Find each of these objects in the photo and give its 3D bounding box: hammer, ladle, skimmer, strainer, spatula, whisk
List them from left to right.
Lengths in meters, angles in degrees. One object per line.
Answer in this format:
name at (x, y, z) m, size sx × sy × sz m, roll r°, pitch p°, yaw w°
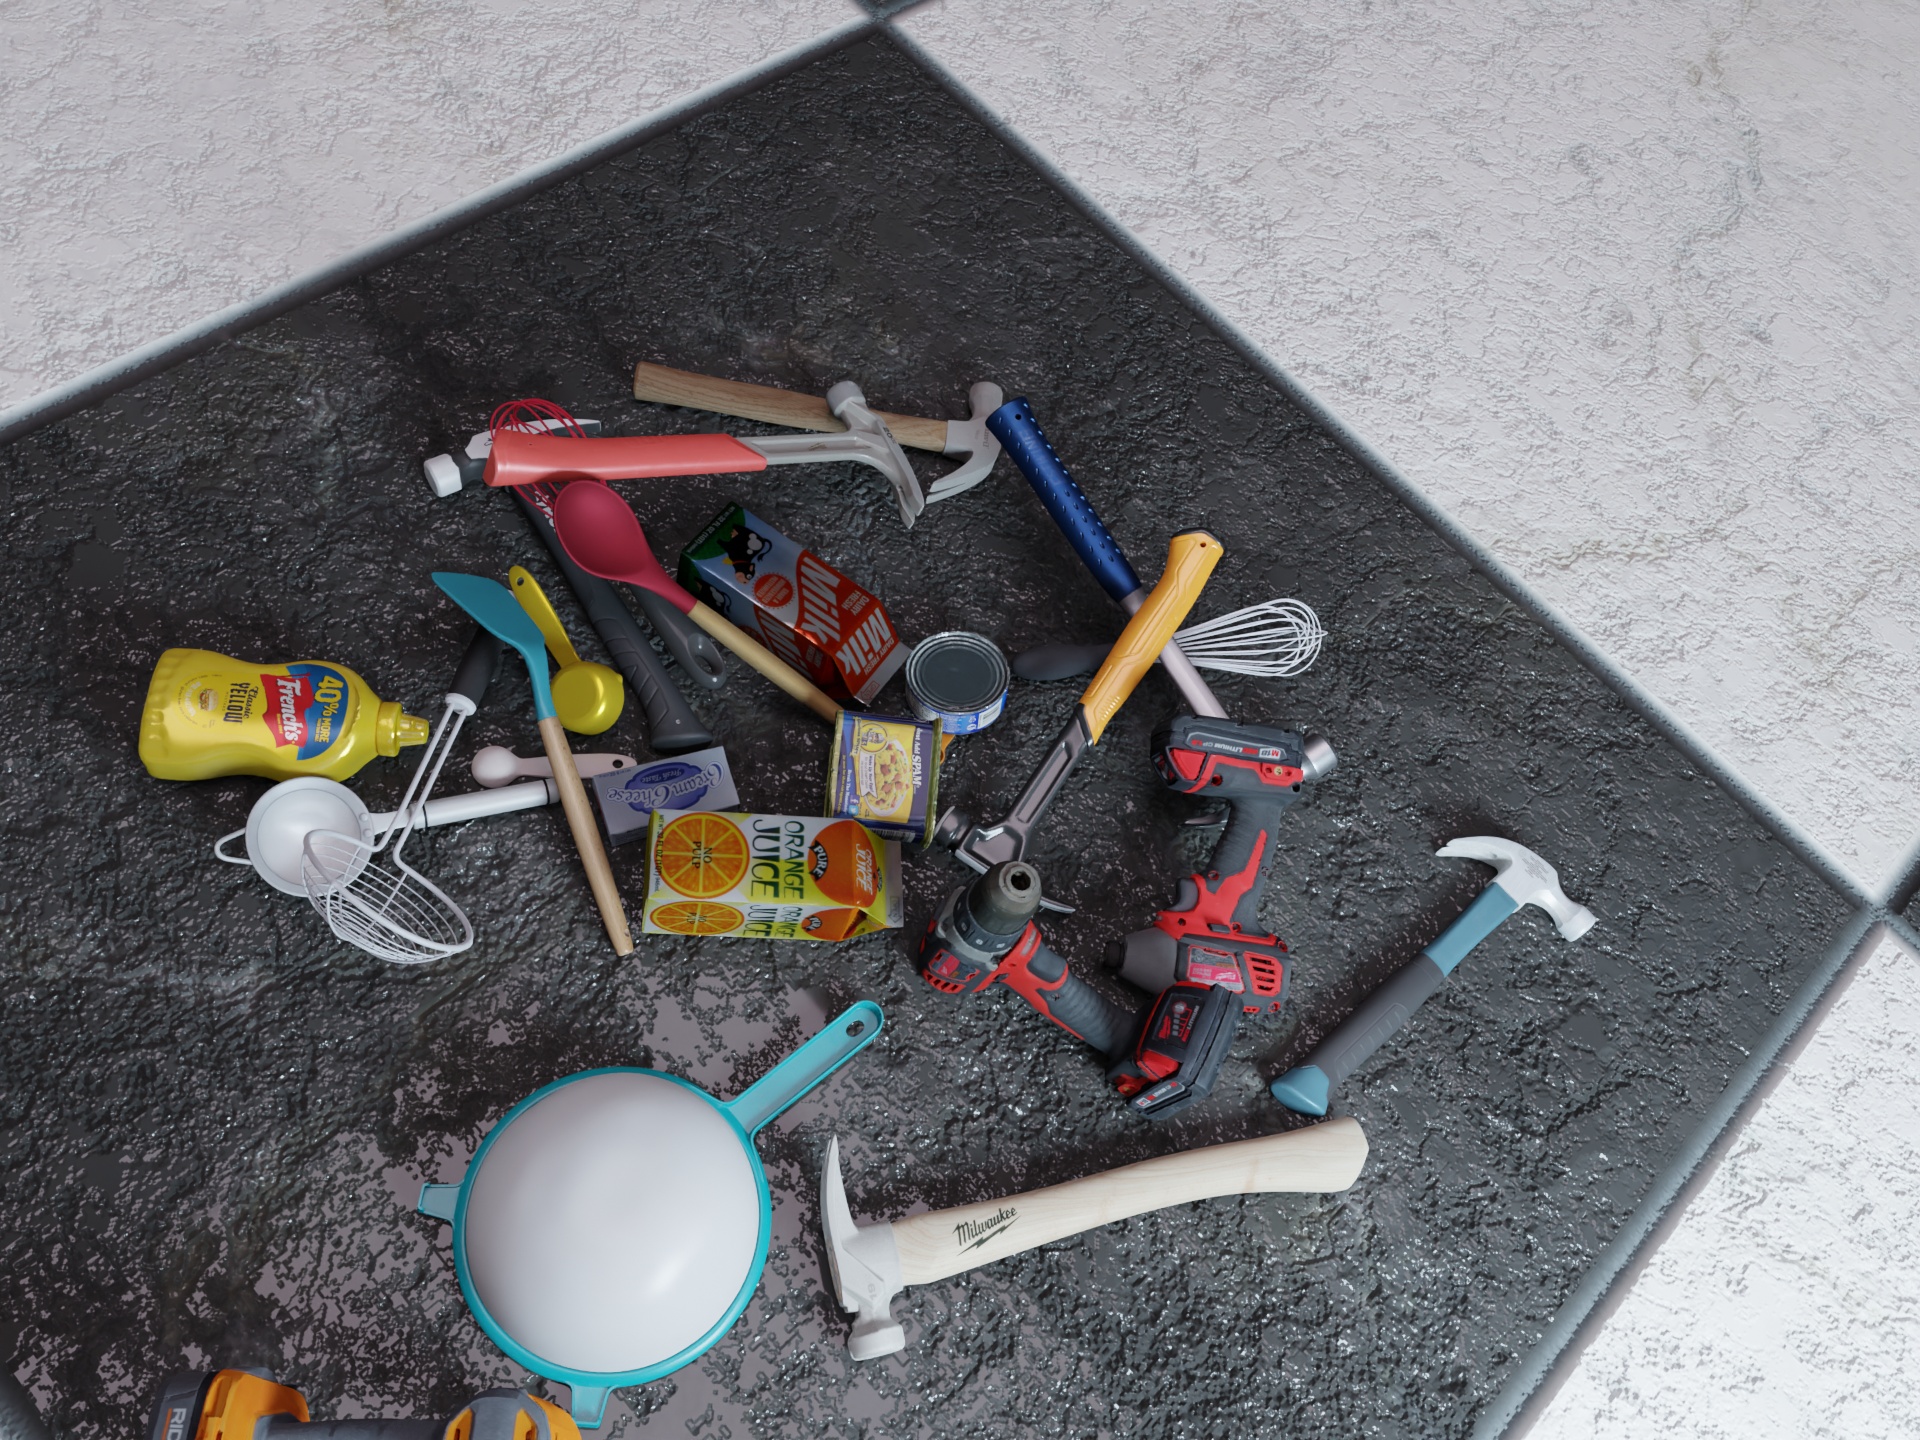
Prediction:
strainer at (-0.406, 0.073, 1.168) m, size 0.258 × 0.050 × 0.087 m, roll -11°, pitch 83°, yaw -25°
skimmer at (-0.363, 0.020, 1.139) m, size 0.127 × 0.090 × 0.364 m, roll 37°, pitch 40°, yaw -26°
spatula at (-0.308, 0.027, 1.190) m, size 0.044 × 0.082 × 0.317 m, roll -23°, pitch 82°, yaw 19°
hammer at (-0.296, -0.111, 1.296) m, size 0.146 × 0.035 × 0.335 m, roll -27°, pitch 71°, yaw -24°
whisk at (-0.277, -0.143, 1.266) m, size 0.073 × 0.073 × 0.296 m, roll -34°, pitch 81°, yaw -26°
strainer at (-0.179, 0.287, 1.071) m, size 0.340 × 0.095 × 0.211 m, roll -35°, pitch 74°, yaw -26°
hammer at (-0.203, -0.208, 1.281) m, size 0.359 × 0.036 × 0.149 m, roll -10°, pitch 61°, yaw -36°
ladle at (-0.188, -0.074, 1.242) m, size 0.315 × 0.031 × 0.069 m, roll 38°, pitch 60°, yaw -19°
hammer at (-0.126, -0.273, 1.427) m, size 0.331 × 0.031 × 0.130 m, roll 9°, pitch 60°, yaw -8°
hammer at (0.104, 0.333, 1.142) m, size 0.410 × 0.038 × 0.146 m, roll -8°, pitch 69°, yaw -18°
hammer at (0.120, -0.011, 1.277) m, size 0.127 × 0.034 × 0.337 m, roll 33°, pitch 80°, yaw 5°
hammer at (0.143, -0.093, 1.331) m, size 0.144 × 0.035 × 0.405 m, roll -33°, pitch 84°, yaw -10°
whisk at (0.182, -0.062, 1.372) m, size 0.284 × 0.070 × 0.070 m, roll -7°, pitch 64°, yaw -12°
hammer at (0.371, 0.207, 1.280) m, size 0.331 × 0.033 × 0.128 m, roll -35°, pitch 75°, yaw -27°

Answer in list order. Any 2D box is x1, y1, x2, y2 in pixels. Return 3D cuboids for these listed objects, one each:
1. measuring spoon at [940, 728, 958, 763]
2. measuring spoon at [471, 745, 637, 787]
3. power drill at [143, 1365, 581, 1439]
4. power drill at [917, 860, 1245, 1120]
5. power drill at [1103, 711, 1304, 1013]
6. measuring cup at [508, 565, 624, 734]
measuring spoon at (-0.002, -0.004, 1.323) m, size 0.021 × 0.011 × 0.117 m, roll 23°, pitch 55°, yaw 12°
measuring spoon at (-0.312, 0.032, 1.223) m, size 0.124 × 0.018 × 0.034 m, roll -1°, pitch 62°, yaw -14°
power drill at (-0.337, 0.432, 0.935) m, size 0.226 × 0.164 × 0.084 m, roll 0°, pitch 61°, yaw 1°
power drill at (0.085, 0.185, 1.139) m, size 0.226 × 0.187 × 0.080 m, roll 30°, pitch 60°, yaw -1°
power drill at (0.191, 0.111, 1.240) m, size 0.143 × 0.078 × 0.220 m, roll 8°, pitch 80°, yaw -4°
measuring cup at (-0.319, -0.059, 1.242) m, size 0.062 × 0.029 × 0.156 m, roll -35°, pitch 78°, yaw 10°
